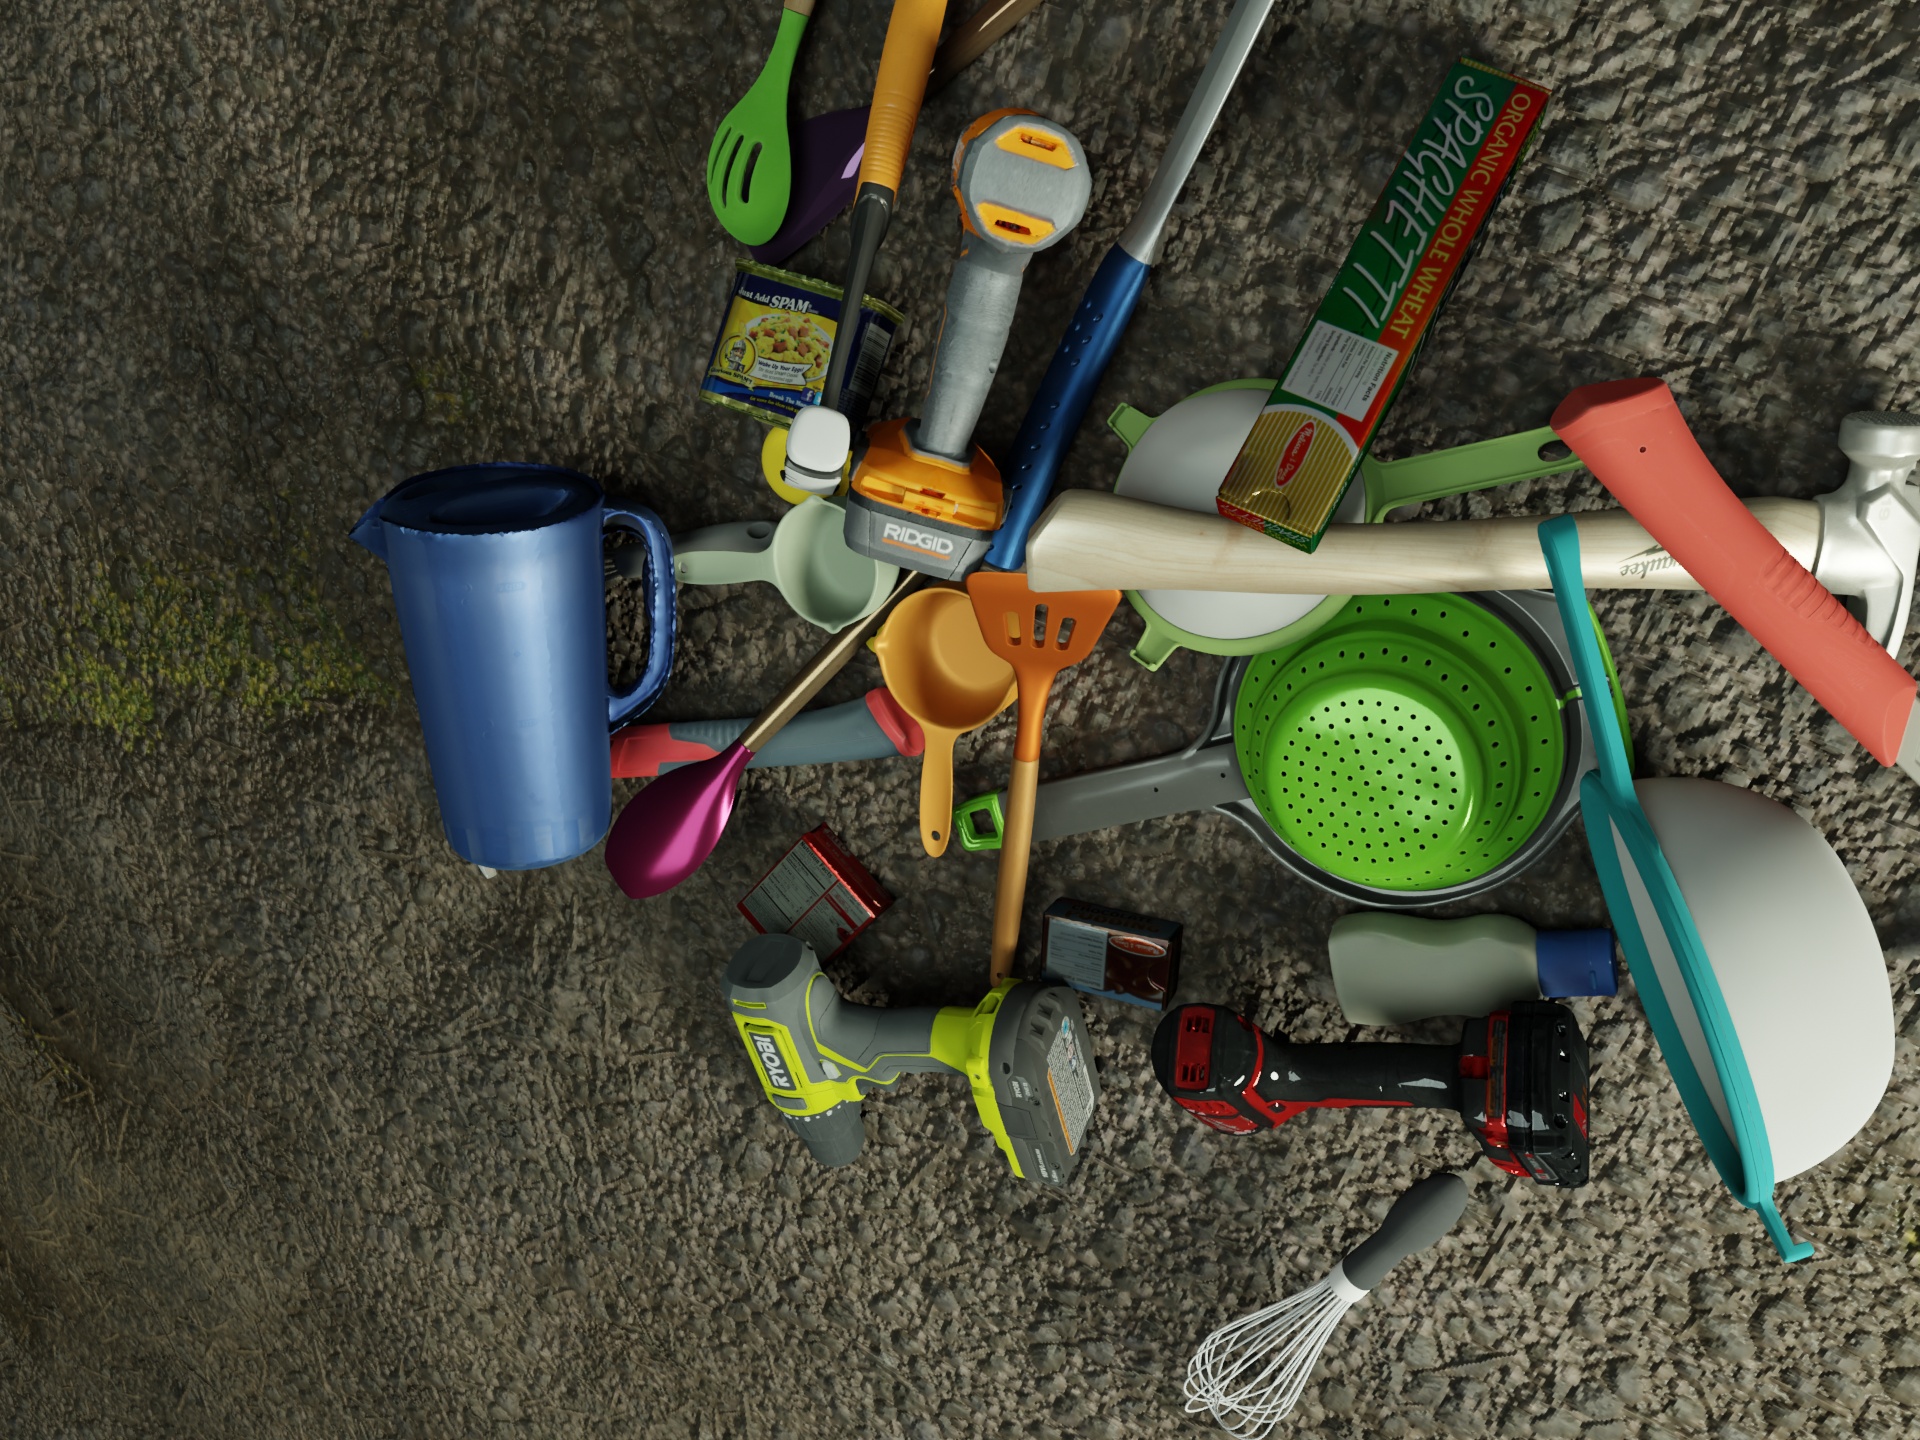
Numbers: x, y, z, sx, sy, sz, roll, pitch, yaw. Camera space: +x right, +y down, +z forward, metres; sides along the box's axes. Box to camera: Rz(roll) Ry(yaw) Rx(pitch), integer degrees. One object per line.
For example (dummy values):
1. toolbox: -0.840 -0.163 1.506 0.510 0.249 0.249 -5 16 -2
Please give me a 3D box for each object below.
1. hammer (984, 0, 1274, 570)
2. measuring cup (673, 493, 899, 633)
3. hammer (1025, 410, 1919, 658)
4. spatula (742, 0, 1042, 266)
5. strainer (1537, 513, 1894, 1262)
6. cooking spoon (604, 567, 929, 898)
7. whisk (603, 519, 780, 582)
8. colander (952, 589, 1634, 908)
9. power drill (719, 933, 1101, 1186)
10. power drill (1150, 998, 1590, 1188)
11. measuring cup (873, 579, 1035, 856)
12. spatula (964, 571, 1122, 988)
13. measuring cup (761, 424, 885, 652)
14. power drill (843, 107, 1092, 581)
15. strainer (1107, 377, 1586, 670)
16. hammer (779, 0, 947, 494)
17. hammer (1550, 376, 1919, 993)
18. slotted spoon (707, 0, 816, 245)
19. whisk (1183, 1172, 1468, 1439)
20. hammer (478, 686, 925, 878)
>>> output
1. hammer: 0.093 -0.256 0.826 0.144 0.035 0.405 55 132 37
2. measuring cup: -0.109 -0.098 0.971 0.168 0.038 0.083 2 107 34
3. hammer: 0.238 -0.070 0.765 0.410 0.038 0.146 0 110 6
4. spatula: -0.015 -0.358 0.874 0.316 0.018 0.060 -30 87 31
5. strainer: 0.348 0.054 0.723 0.095 0.211 0.340 -18 107 13
6. cooking spoon: -0.117 -0.003 0.997 0.319 0.017 0.069 -44 68 15
7. whisk: -0.218 -0.107 1.043 0.239 0.055 0.055 -5 104 22
8. colander: 0.154 0.036 0.879 0.397 0.094 0.204 -14 100 29
9. power drill: -0.032 0.232 1.034 0.228 0.080 0.190 2 127 25
10. power drill: 0.229 0.203 0.884 0.220 0.143 0.079 -2 64 26
11. measuring cup: -0.002 -0.003 0.967 0.095 0.052 0.173 13 114 21
12. spatula: 0.034 0.044 0.914 0.081 0.041 0.322 6 126 2
13. measuring cup: -0.079 -0.113 0.979 0.062 0.029 0.156 -15 98 29
14. power drill: 0.004 -0.204 0.833 0.084 0.164 0.226 15 112 -8
15. strainer: 0.184 -0.120 0.800 0.256 0.069 0.151 -9 79 27
16. hammer: -0.041 -0.285 0.835 0.034 0.127 0.337 13 89 -7
17. hammer: 0.396 -0.017 0.726 0.359 0.037 0.149 41 116 -9
18. slotted spoon: -0.084 -0.418 0.878 0.070 0.031 0.313 36 116 31
19. whisk: 0.218 0.350 0.953 0.070 0.070 0.284 37 128 10
20. hammer: -0.195 0.034 1.080 0.386 0.038 0.143 -4 106 27
